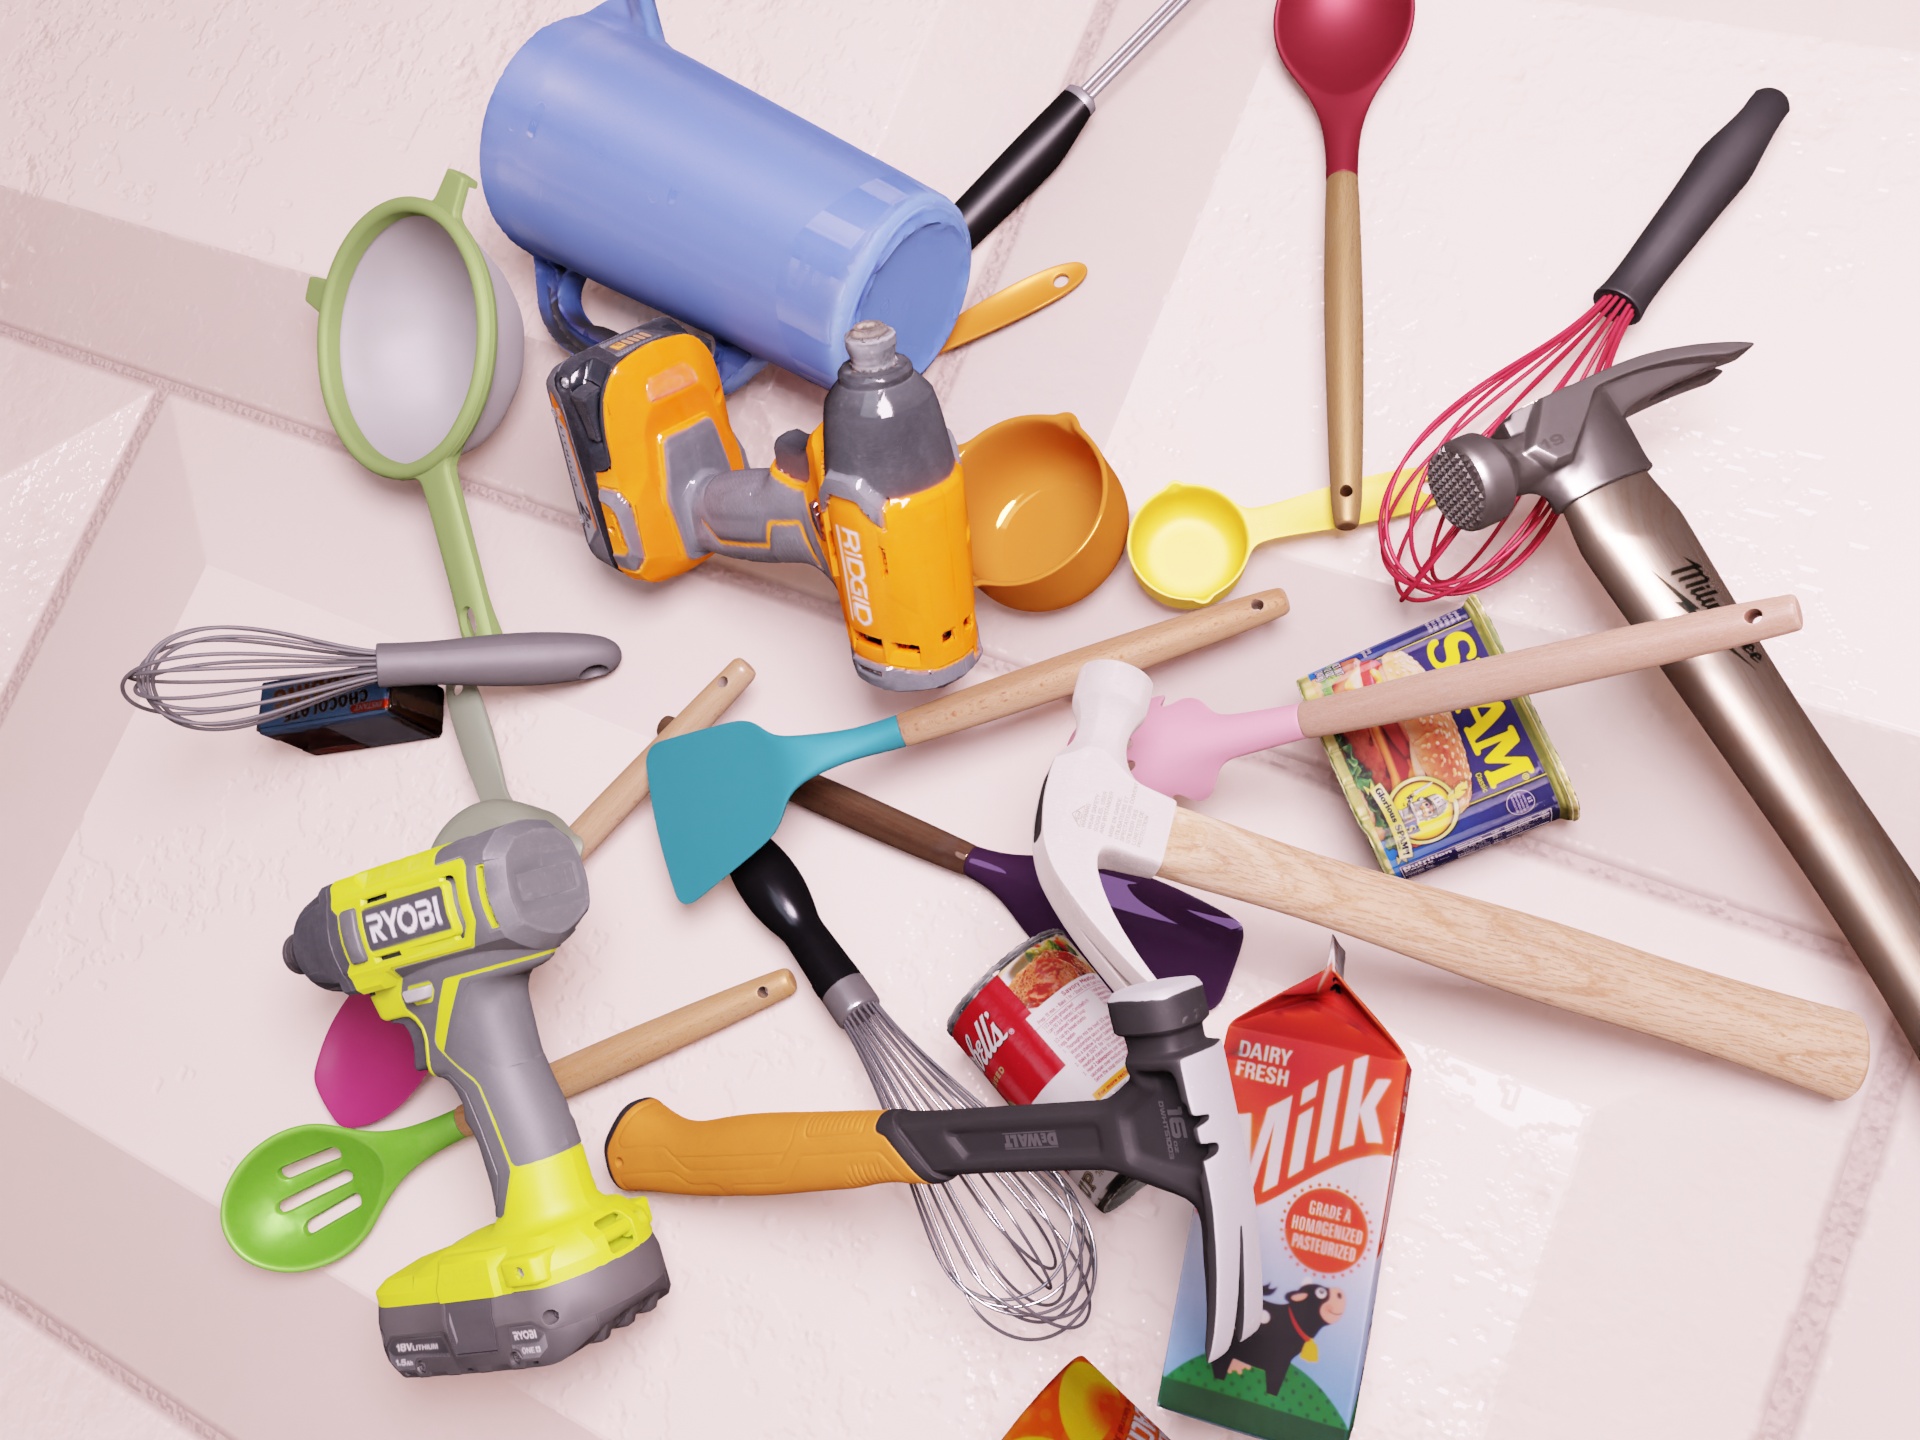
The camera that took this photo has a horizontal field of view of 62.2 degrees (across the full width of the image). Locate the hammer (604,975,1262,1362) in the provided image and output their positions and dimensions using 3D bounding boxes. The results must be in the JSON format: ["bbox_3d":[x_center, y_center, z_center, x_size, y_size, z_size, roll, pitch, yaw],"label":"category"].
[{"bbox_3d":[-0.033,0.182,0.648,0.337,0.034,0.127,-14,85,40],"label":"hammer"}]

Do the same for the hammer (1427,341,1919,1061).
[{"bbox_3d":[0.342,0.043,0.608,0.146,0.038,0.411,-24,78,-14],"label":"hammer"}]

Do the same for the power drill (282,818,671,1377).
[{"bbox_3d":[-0.226,0.170,0.721,0.171,0.080,0.223,-17,86,29],"label":"power drill"}]

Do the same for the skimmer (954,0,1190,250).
[{"bbox_3d":[0.087,-0.383,0.808,0.363,0.090,0.127,-46,35,4],"label":"skimmer"}]

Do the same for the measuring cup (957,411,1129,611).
[{"bbox_3d":[0.006,-0.113,0.783,0.174,0.052,0.095,29,86,32],"label":"measuring cup"}]

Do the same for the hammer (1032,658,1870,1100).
[{"bbox_3d":[0.187,0.083,0.616,0.331,0.031,0.130,18,63,1],"label":"hammer"}]

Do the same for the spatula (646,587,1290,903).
[{"bbox_3d":[-0.001,-0.002,0.739,0.317,0.044,0.082,-18,71,5],"label":"spatula"}]

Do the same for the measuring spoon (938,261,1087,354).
[{"bbox_3d":[0.014,-0.207,0.827,0.117,0.011,0.021,-26,64,6],"label":"measuring spoon"}]

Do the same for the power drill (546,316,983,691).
[{"bbox_3d":[-0.090,-0.119,0.736,0.227,0.164,0.084,23,44,35],"label":"power drill"}]

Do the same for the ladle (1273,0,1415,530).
[{"bbox_3d":[0.184,-0.238,0.762,0.069,0.031,0.316,-2,72,17],"label":"ladle"}]

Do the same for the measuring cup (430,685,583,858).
[{"bbox_3d":[-0.245,0.038,0.798,0.083,0.038,0.168,-31,65,14],"label":"measuring cup"}]

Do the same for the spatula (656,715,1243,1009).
[{"bbox_3d":[-0.018,0.059,0.756,0.316,0.018,0.060,22,100,22],"label":"spatula"}]

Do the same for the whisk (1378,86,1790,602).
[{"bbox_3d":[0.280,-0.169,0.705,0.073,0.073,0.296,35,83,23],"label":"whisk"}]

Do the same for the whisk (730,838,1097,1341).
[{"bbox_3d":[-0.033,0.151,0.716,0.070,0.070,0.285,-41,62,3],"label":"whisk"}]

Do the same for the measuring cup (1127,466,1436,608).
[{"bbox_3d":[0.155,-0.091,0.745,0.156,0.029,0.062,-13,76,2],"label":"measuring cup"}]

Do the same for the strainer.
[{"bbox_3d":[-0.271,-0.156,0.875,0.151,0.069,0.256,-19,84,35],"label":"strainer"}]

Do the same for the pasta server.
[{"bbox_3d":[0.167,-0.005,0.642,0.316,0.040,0.060,-15,77,36],"label":"pasta server"}]

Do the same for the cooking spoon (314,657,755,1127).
[{"bbox_3d":[-0.216,0.086,0.804,0.319,0.017,0.069,-46,64,6],"label":"cooking spoon"}]

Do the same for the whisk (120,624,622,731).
[{"bbox_3d":[-0.293,-0.025,0.806,0.239,0.055,0.055,-4,71,-16],"label":"whisk"}]

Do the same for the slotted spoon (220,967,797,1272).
[{"bbox_3d":[-0.221,0.189,0.781,0.314,0.031,0.070,-25,87,7],"label":"slotted spoon"}]
